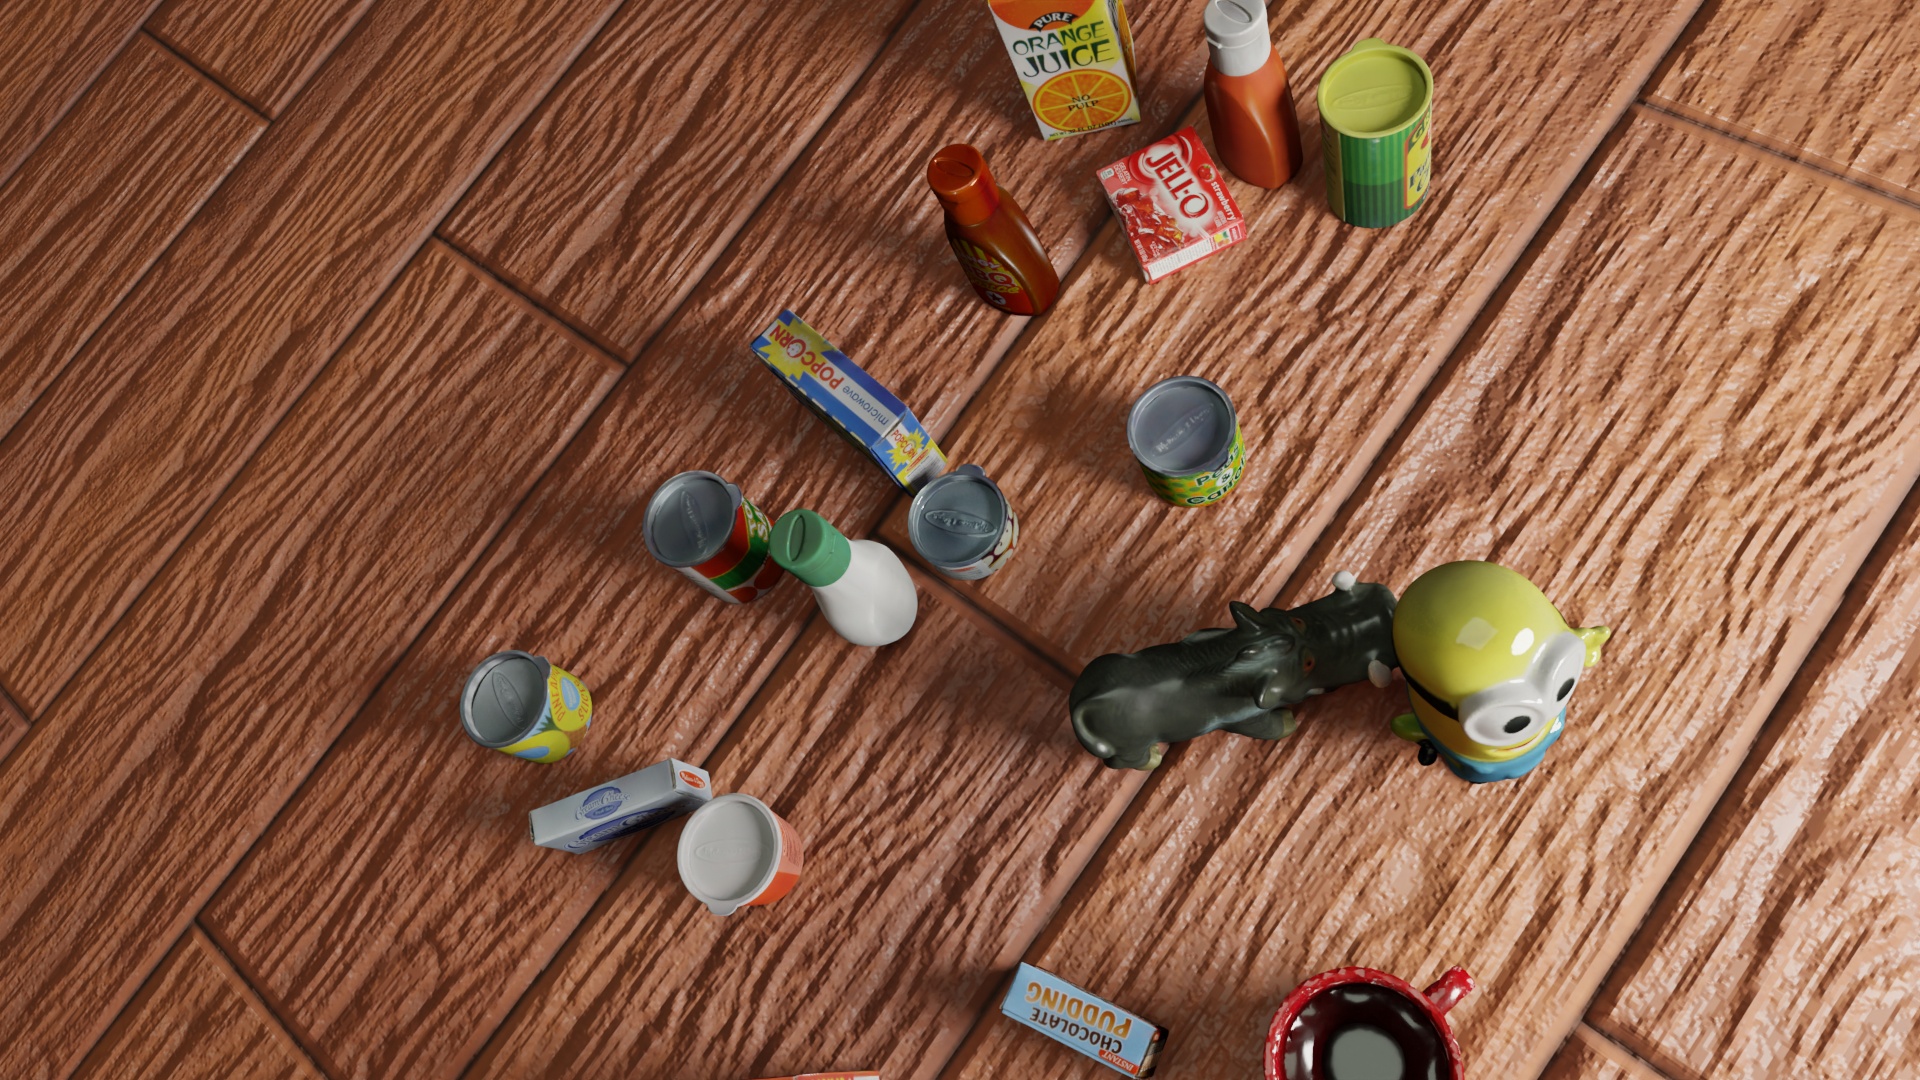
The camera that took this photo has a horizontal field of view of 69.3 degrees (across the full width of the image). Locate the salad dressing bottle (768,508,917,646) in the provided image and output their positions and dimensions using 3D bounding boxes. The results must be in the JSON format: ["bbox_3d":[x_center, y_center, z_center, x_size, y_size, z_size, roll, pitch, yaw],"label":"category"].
[{"bbox_3d":[-0.070,0.022,0.845,0.044,0.147,0.064,1,71,19],"label":"salad dressing bottle"}]

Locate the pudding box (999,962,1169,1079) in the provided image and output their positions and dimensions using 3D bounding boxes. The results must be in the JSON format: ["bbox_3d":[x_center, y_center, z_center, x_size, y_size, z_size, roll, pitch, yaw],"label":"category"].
[{"bbox_3d":[0.068,0.264,0.763,0.084,0.049,0.030,20,78,24],"label":"pudding box"}]

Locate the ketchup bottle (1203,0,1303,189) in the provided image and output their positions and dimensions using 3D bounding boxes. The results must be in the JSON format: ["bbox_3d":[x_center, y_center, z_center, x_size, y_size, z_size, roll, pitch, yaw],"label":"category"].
[{"bbox_3d":[0.181,-0.285,0.880,0.043,0.148,0.065,-45,64,-1],"label":"ketchup bottle"}]

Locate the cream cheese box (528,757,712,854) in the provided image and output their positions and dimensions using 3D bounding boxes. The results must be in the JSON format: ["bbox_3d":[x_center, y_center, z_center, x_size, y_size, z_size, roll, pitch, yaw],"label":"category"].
[{"bbox_3d":[-0.216,0.171,0.889,0.104,0.053,0.024,-22,65,9],"label":"cream cheese box"}]

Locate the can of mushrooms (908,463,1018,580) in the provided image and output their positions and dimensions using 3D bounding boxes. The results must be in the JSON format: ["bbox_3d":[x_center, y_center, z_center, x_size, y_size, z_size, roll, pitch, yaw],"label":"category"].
[{"bbox_3d":[0.003,-0.011,0.898,0.071,0.033,0.071,-6,68,16],"label":"can of mushrooms"}]

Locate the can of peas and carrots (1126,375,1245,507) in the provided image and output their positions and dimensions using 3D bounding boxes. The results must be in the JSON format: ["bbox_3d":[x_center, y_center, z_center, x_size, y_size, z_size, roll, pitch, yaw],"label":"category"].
[{"bbox_3d":[0.142,-0.058,0.856,0.071,0.058,0.071,-6,69,16],"label":"can of peas and carrots"}]

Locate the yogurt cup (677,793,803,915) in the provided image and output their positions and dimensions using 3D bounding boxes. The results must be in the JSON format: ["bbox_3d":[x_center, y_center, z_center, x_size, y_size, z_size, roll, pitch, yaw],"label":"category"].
[{"bbox_3d":[-0.131,0.193,0.852,0.072,0.054,0.072,-6,69,16],"label":"yogurt cup"}]

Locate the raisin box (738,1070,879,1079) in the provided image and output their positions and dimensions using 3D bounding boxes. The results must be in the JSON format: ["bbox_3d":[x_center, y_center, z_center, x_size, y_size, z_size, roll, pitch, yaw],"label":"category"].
[{"bbox_3d":[-0.104,0.314,0.759,0.086,0.123,0.040,-9,68,15],"label":"raisin box"}]

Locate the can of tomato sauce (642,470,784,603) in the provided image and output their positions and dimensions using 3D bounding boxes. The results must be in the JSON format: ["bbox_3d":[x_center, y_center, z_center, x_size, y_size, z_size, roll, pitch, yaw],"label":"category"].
[{"bbox_3d":[-0.159,-0.002,0.919,0.071,0.083,0.071,-6,69,16],"label":"can of tomato sauce"}]

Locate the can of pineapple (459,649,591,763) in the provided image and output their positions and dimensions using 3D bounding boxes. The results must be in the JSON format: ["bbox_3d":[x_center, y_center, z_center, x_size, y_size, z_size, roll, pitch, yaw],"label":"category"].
[{"bbox_3d":[-0.289,0.112,0.932,0.071,0.057,0.071,-6,69,16],"label":"can of pineapple"}]

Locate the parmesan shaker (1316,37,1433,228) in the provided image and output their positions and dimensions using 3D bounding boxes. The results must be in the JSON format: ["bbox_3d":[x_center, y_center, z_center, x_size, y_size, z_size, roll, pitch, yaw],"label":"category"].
[{"bbox_3d":[0.260,-0.252,0.867,0.071,0.103,0.071,-6,69,16],"label":"parmesan shaker"}]

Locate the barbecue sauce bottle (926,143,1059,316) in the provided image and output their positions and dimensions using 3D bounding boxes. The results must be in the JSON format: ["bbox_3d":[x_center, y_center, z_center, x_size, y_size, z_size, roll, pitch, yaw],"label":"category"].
[{"bbox_3d":[0.018,-0.200,0.900,0.065,0.148,0.044,25,80,25],"label":"barbecue sauce bottle"}]

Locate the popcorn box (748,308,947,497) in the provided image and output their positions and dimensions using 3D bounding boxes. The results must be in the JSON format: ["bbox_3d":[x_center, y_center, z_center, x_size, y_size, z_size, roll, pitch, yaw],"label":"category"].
[{"bbox_3d":[-0.073,-0.090,0.924,0.127,0.085,0.038,41,87,26],"label":"popcorn box"}]

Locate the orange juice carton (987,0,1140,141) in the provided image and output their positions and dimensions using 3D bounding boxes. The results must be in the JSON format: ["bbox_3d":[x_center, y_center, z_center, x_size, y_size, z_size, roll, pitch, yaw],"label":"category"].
[{"bbox_3d":[0.065,-0.355,0.919,0.072,0.192,0.073,-8,68,16],"label":"orange juice carton"}]
